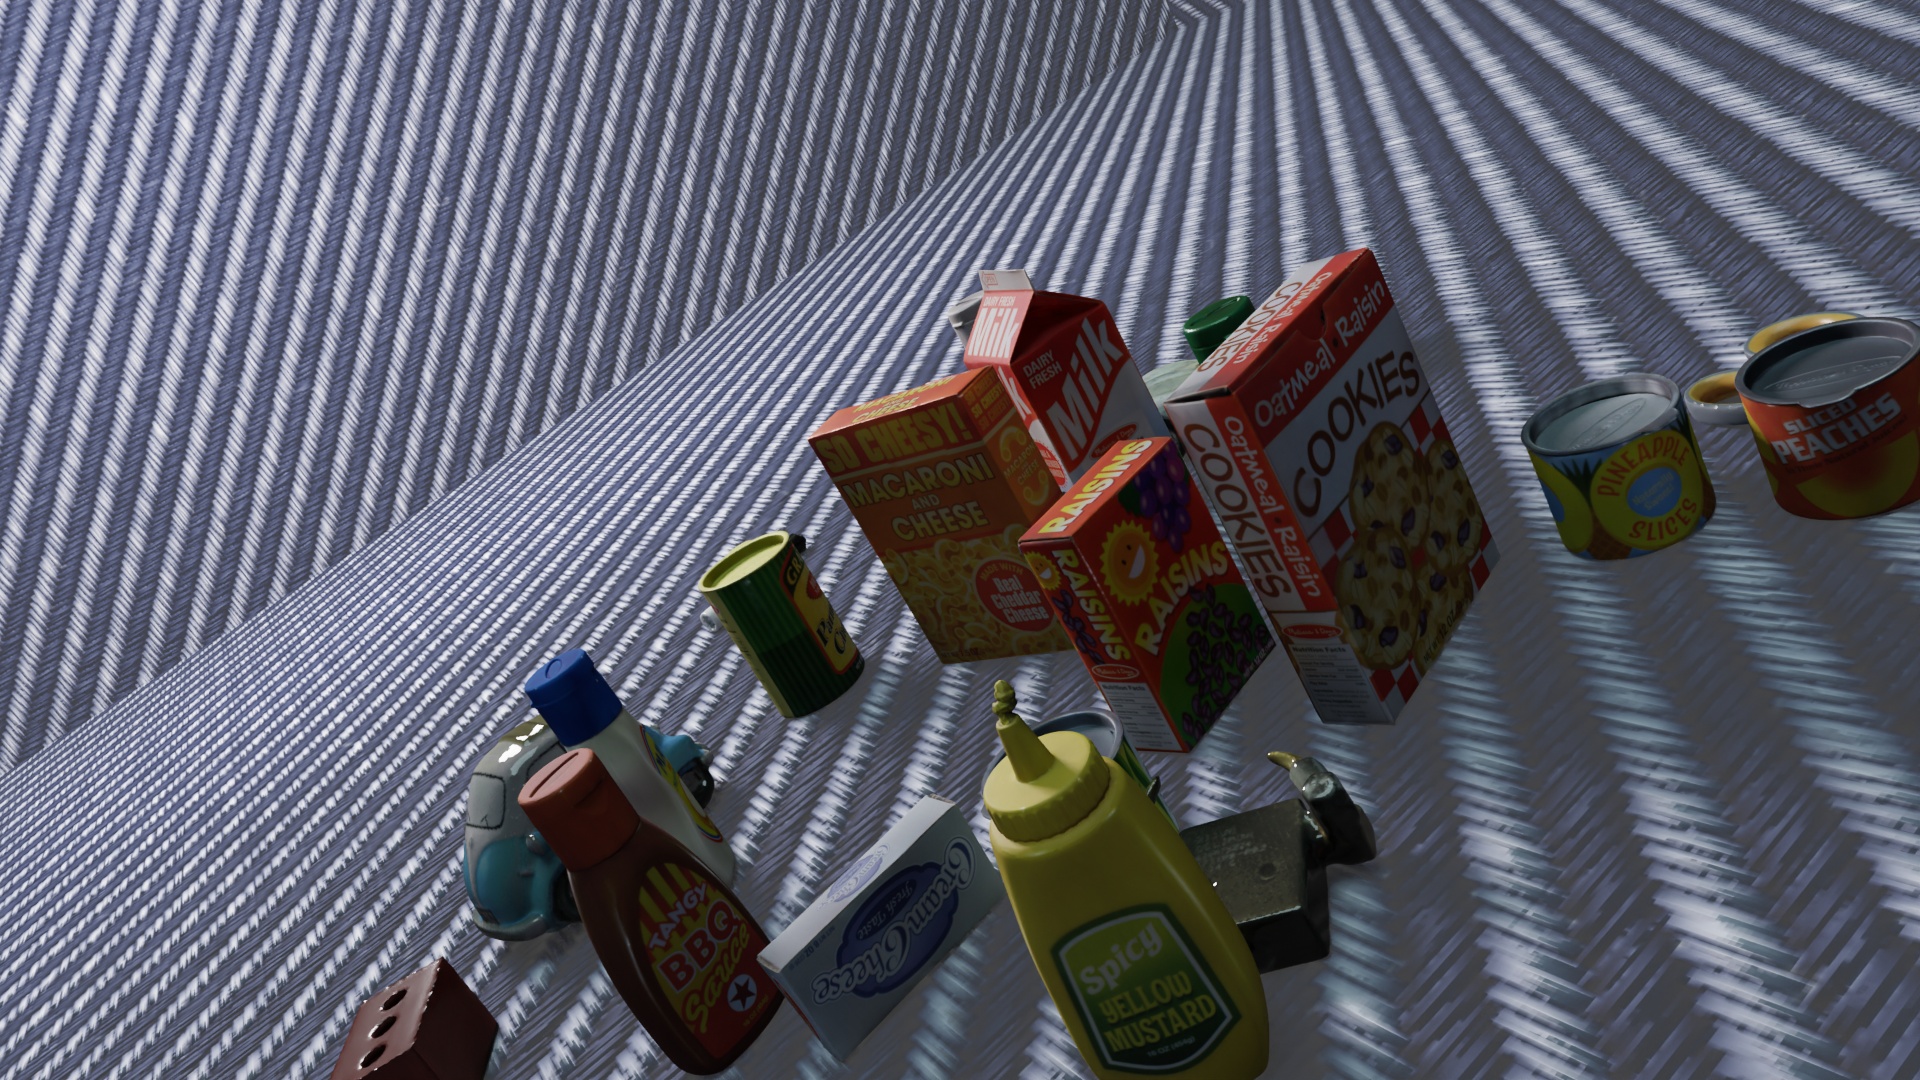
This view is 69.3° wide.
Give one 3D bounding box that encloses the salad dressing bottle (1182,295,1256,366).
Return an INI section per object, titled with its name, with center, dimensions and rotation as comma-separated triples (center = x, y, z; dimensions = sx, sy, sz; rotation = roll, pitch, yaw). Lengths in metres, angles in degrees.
[salad dressing bottle]
center = 0.161, -0.053, 0.710
dimensions = 0.064, 0.147, 0.044
rotation = -29, 19, 2

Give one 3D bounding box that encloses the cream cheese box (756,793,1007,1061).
[cream cheese box]
center = -0.031, 0.162, 0.589
dimensions = 0.104, 0.053, 0.024
rotation = -40, 22, -28

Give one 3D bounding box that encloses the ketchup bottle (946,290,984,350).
[ketchup bottle]
center = 0.040, -0.110, 1.018
dimensions = 0.044, 0.148, 0.064
rotation = -42, 23, -31

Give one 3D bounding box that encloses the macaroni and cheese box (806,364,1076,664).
[macaroni and cheese box]
center = 0.003, -0.010, 0.796
dimensions = 0.123, 0.166, 0.040
rotation = -11, 26, 42

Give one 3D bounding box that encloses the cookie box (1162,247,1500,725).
[cookie box]
center = 0.167, -0.024, 0.600
dimensions = 0.040, 0.167, 0.123
rotation = -6, 30, 49

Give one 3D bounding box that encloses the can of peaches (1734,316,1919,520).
[can of peaches]
center = 0.356, -0.048, 0.559
dimensions = 0.071, 0.058, 0.071
rotation = -26, 20, 10

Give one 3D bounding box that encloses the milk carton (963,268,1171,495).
[milk carton]
center = 0.067, -0.081, 0.844
dimensions = 0.073, 0.190, 0.072
rotation = -35, 20, -14

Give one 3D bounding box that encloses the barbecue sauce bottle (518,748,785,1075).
[barbecue sauce bottle]
center = -0.135, 0.158, 0.602
dimensions = 0.043, 0.148, 0.065
rotation = -11, 27, 43

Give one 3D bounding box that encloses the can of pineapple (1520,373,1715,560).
[can of pineapple]
center = 0.290, -0.032, 0.611
dimensions = 0.071, 0.057, 0.071
rotation = -26, 20, 10

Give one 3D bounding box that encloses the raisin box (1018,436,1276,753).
[raisin box]
center = 0.090, 0.025, 0.653
dimensions = 0.040, 0.123, 0.086
rotation = -5, 31, 51

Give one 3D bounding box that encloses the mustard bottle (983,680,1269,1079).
[mustard bottle]
center = 0.045, 0.112, 0.446
dimensions = 0.065, 0.160, 0.049
rotation = -26, 19, 10

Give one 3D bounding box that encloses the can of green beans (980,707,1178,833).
[can of green beans]
center = 0.051, 0.114, 0.587
dimensions = 0.071, 0.057, 0.071
rotation = -26, 20, 10

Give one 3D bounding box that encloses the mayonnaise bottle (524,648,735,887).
[mayonnaise bottle]
center = -0.174, 0.126, 0.736
dimensions = 0.041, 0.147, 0.065
rotation = -32, 19, -7

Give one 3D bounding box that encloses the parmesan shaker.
[parmesan shaker]
center = -0.114, 0.053, 0.898
dimensions = 0.071, 0.103, 0.071
rotation = -26, 20, 10
